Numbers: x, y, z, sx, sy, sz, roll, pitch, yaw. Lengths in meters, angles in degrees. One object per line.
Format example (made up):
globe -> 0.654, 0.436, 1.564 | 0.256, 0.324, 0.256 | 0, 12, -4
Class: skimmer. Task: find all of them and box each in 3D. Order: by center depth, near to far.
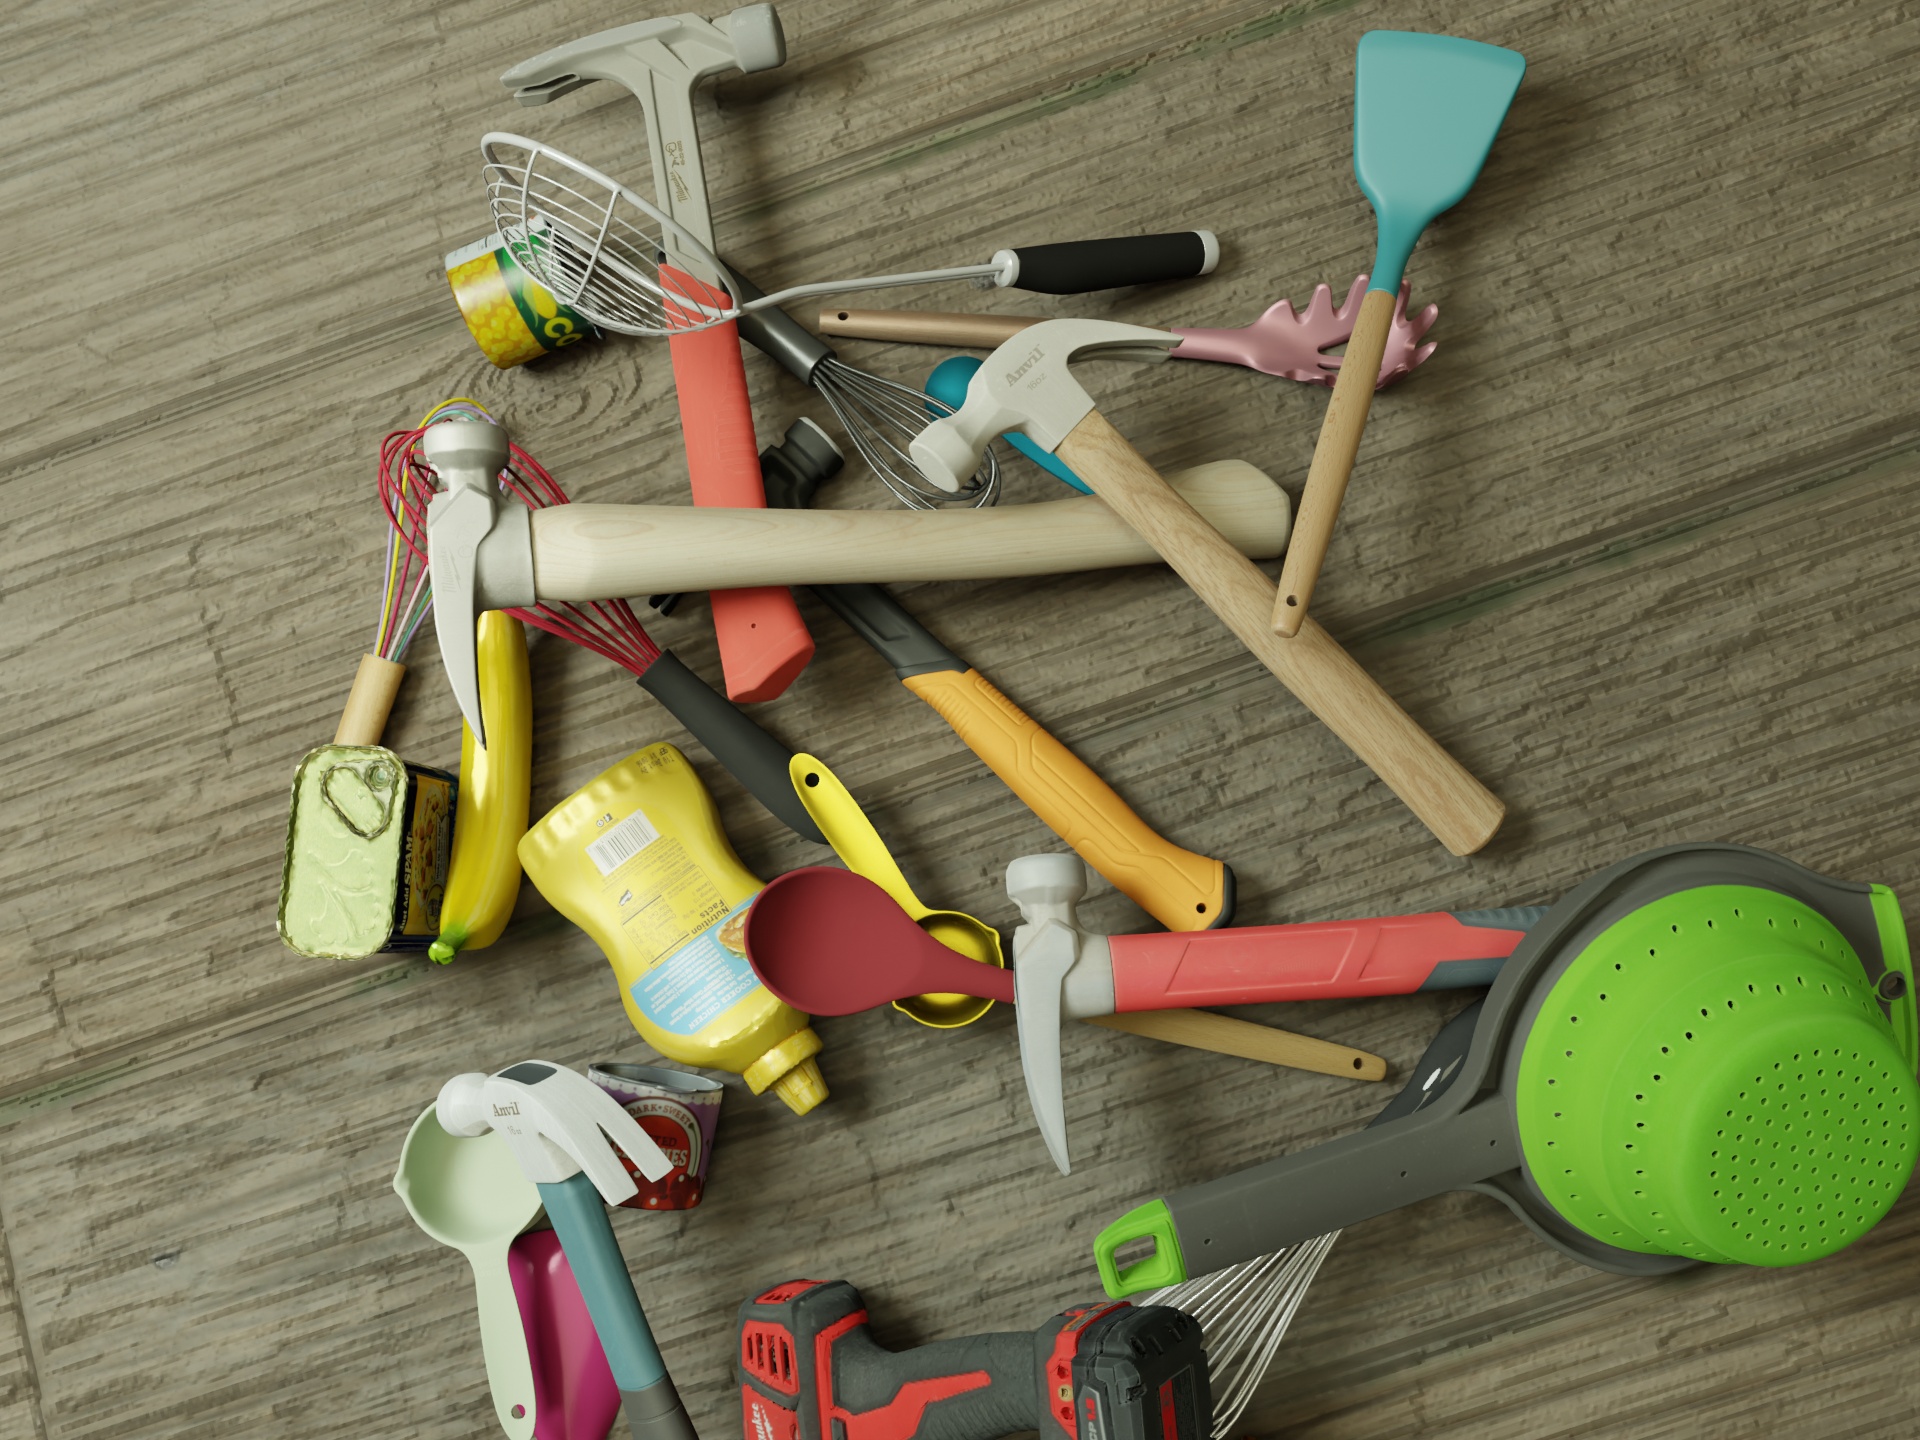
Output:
skimmer -> -0.036, -0.239, 0.754 | 0.363, 0.127, 0.090 | -12, 103, -23

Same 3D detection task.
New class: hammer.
hammer -> -0.140, 0.310, 0.720 | 0.128, 0.033, 0.331 | -17, 94, 43
hammer -> 0.219, 0.122, 0.731 | 0.386, 0.038, 0.143 | -4, 73, -3
hammer -> -0.036, -0.074, 0.755 | 0.410, 0.038, 0.146 | -4, 84, -13
hammer -> 0.137, -0.060, 0.759 | 0.331, 0.031, 0.130 | 43, 76, -5
hammer -> -0.001, -0.003, 0.802 | 0.337, 0.034, 0.127 | 42, 87, 9
hammer -> -0.137, -0.184, 0.804 | 0.149, 0.036, 0.359 | -11, 80, 8

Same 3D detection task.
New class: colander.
colander -> 0.254, 0.186, 0.671 | 0.397, 0.094, 0.204 | -17, 105, -6

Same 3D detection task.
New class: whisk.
whisk -> 0.167, 0.234, 0.744 | 0.070, 0.070, 0.284 | 44, 83, 9
whisk -> -0.167, -0.041, 0.787 | 0.295, 0.073, 0.073 | 43, 87, -7
whisk -> -0.074, -0.182, 0.832 | 0.239, 0.055, 0.055 | 40, 87, 14
whisk -> -0.298, -0.054, 0.833 | 0.051, 0.047, 0.245 | 18, 87, 6

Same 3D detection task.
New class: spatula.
spatula -> 0.194, -0.187, 0.762 | 0.082, 0.044, 0.318 | 15, 73, 12

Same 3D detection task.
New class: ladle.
ladle -> 0.052, 0.132, 0.759 | 0.315, 0.031, 0.069 | 14, 80, -4

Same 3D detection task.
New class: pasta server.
pasta server -> 0.081, -0.202, 0.822 | 0.316, 0.040, 0.060 | 5, 70, 7

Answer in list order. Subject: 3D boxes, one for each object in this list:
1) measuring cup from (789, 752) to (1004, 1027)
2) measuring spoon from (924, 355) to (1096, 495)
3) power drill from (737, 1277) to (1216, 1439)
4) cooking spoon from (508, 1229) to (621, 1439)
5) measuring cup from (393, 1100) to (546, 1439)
measuring cup -> -0.036, 0.082, 0.788 | 0.062, 0.029, 0.156 | -35, 86, -5
measuring spoon -> 0.036, -0.149, 0.825 | 0.129, 0.021, 0.042 | 33, 86, 10
power drill -> -0.002, 0.326, 0.704 | 0.220, 0.078, 0.143 | -10, 81, 29
cooking spoon -> -0.182, 0.410, 0.766 | 0.069, 0.017, 0.319 | -10, 80, 4
measuring cup -> -0.223, 0.263, 0.779 | 0.083, 0.038, 0.168 | -14, 79, 2
